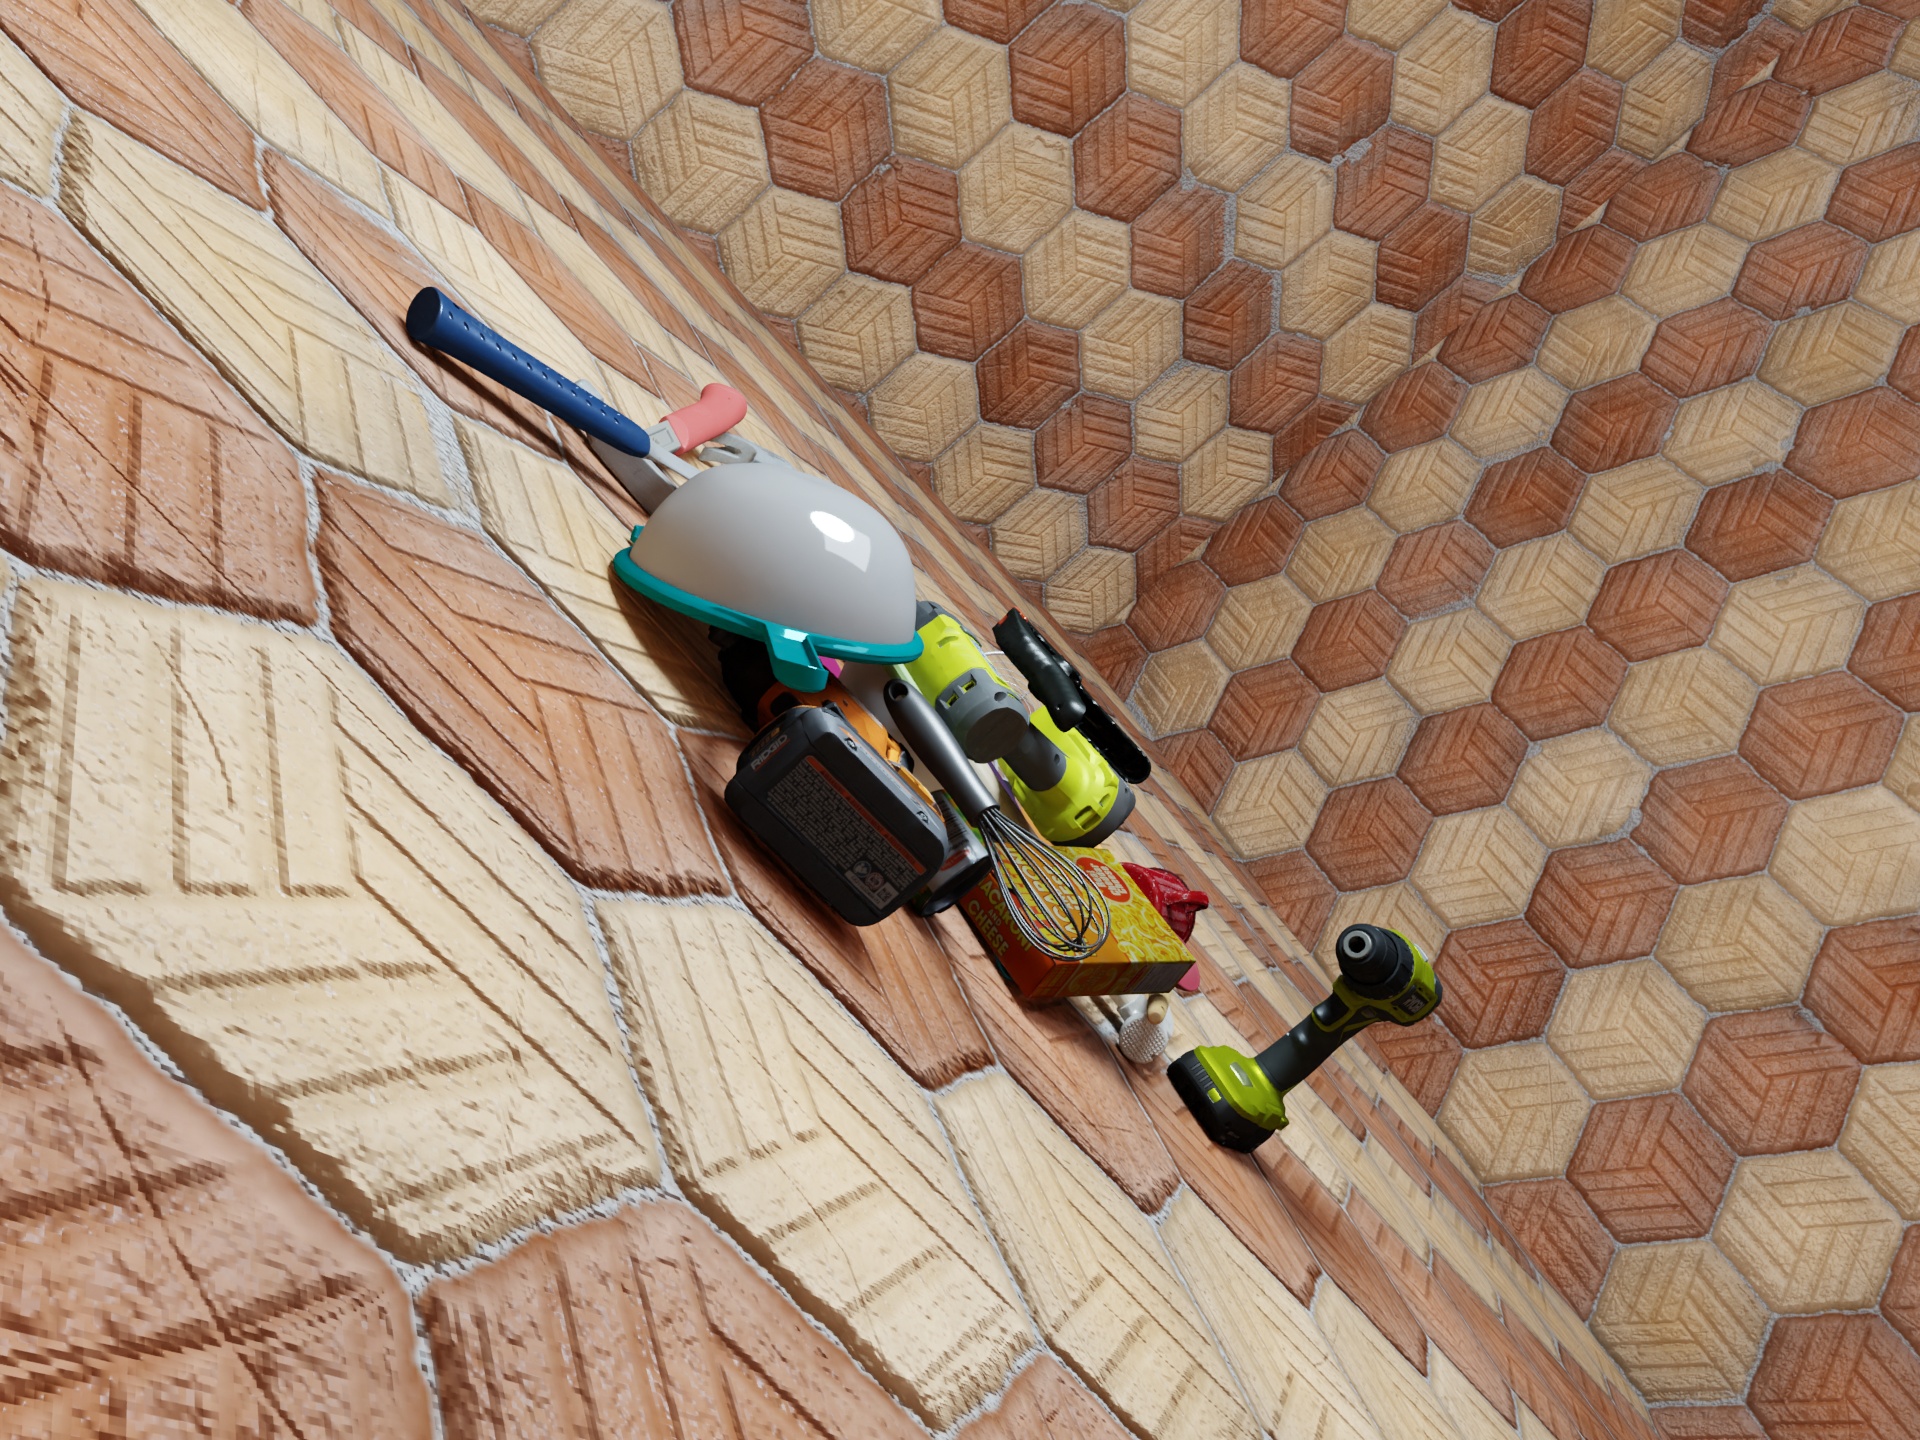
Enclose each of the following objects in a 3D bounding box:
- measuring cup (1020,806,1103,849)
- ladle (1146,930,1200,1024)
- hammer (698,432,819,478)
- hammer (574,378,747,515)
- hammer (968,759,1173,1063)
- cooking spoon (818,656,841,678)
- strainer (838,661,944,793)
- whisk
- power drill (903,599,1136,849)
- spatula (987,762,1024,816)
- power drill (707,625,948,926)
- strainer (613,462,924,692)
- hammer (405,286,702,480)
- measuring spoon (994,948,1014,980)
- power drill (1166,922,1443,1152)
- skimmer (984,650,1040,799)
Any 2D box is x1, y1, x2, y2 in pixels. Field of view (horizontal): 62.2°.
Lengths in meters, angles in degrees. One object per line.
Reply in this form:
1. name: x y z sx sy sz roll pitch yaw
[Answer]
1. measuring cup: 0.084 0.096 1.583 0.095 0.052 0.174 46 8 -24
2. ladle: 0.170 0.217 1.320 0.069 0.031 0.315 52 8 6
3. hammer: -0.185 -0.195 1.447 0.128 0.033 0.331 28 19 -14
4. hammer: -0.232 -0.243 1.371 0.149 0.036 0.359 48 15 -9
5. hammer: 0.050 0.097 1.336 0.411 0.038 0.146 56 8 5
6. cooking spoon: -0.108 -0.070 1.307 0.068 0.017 0.319 38 19 -7
7. strainer: -0.041 0.040 1.208 0.152 0.069 0.256 55 -7 40
8. whisk: 0.018 0.058 1.022 0.239 0.055 0.055 53 9 27
9. power drill: 0.035 0.000 1.243 0.223 0.080 0.171 43 9 -44
10. spatula: -0.002 -0.005 1.442 0.316 0.018 0.059 61 13 13
11. power drill: -0.090 0.017 0.961 0.164 0.084 0.227 46 5 -18
12. strainer: -0.102 -0.098 0.982 0.211 0.095 0.340 15 12 -14
13. hammer: -0.223 -0.194 1.162 0.405 0.035 0.144 28 29 -49
14. measuring spoon: 0.026 0.154 1.175 0.042 0.021 0.129 28 25 -19
15. power drill: 0.291 0.258 1.332 0.080 0.228 0.190 55 10 32
16. skimmer: 0.048 0.020 1.594 0.127 0.090 0.363 16 16 -5
